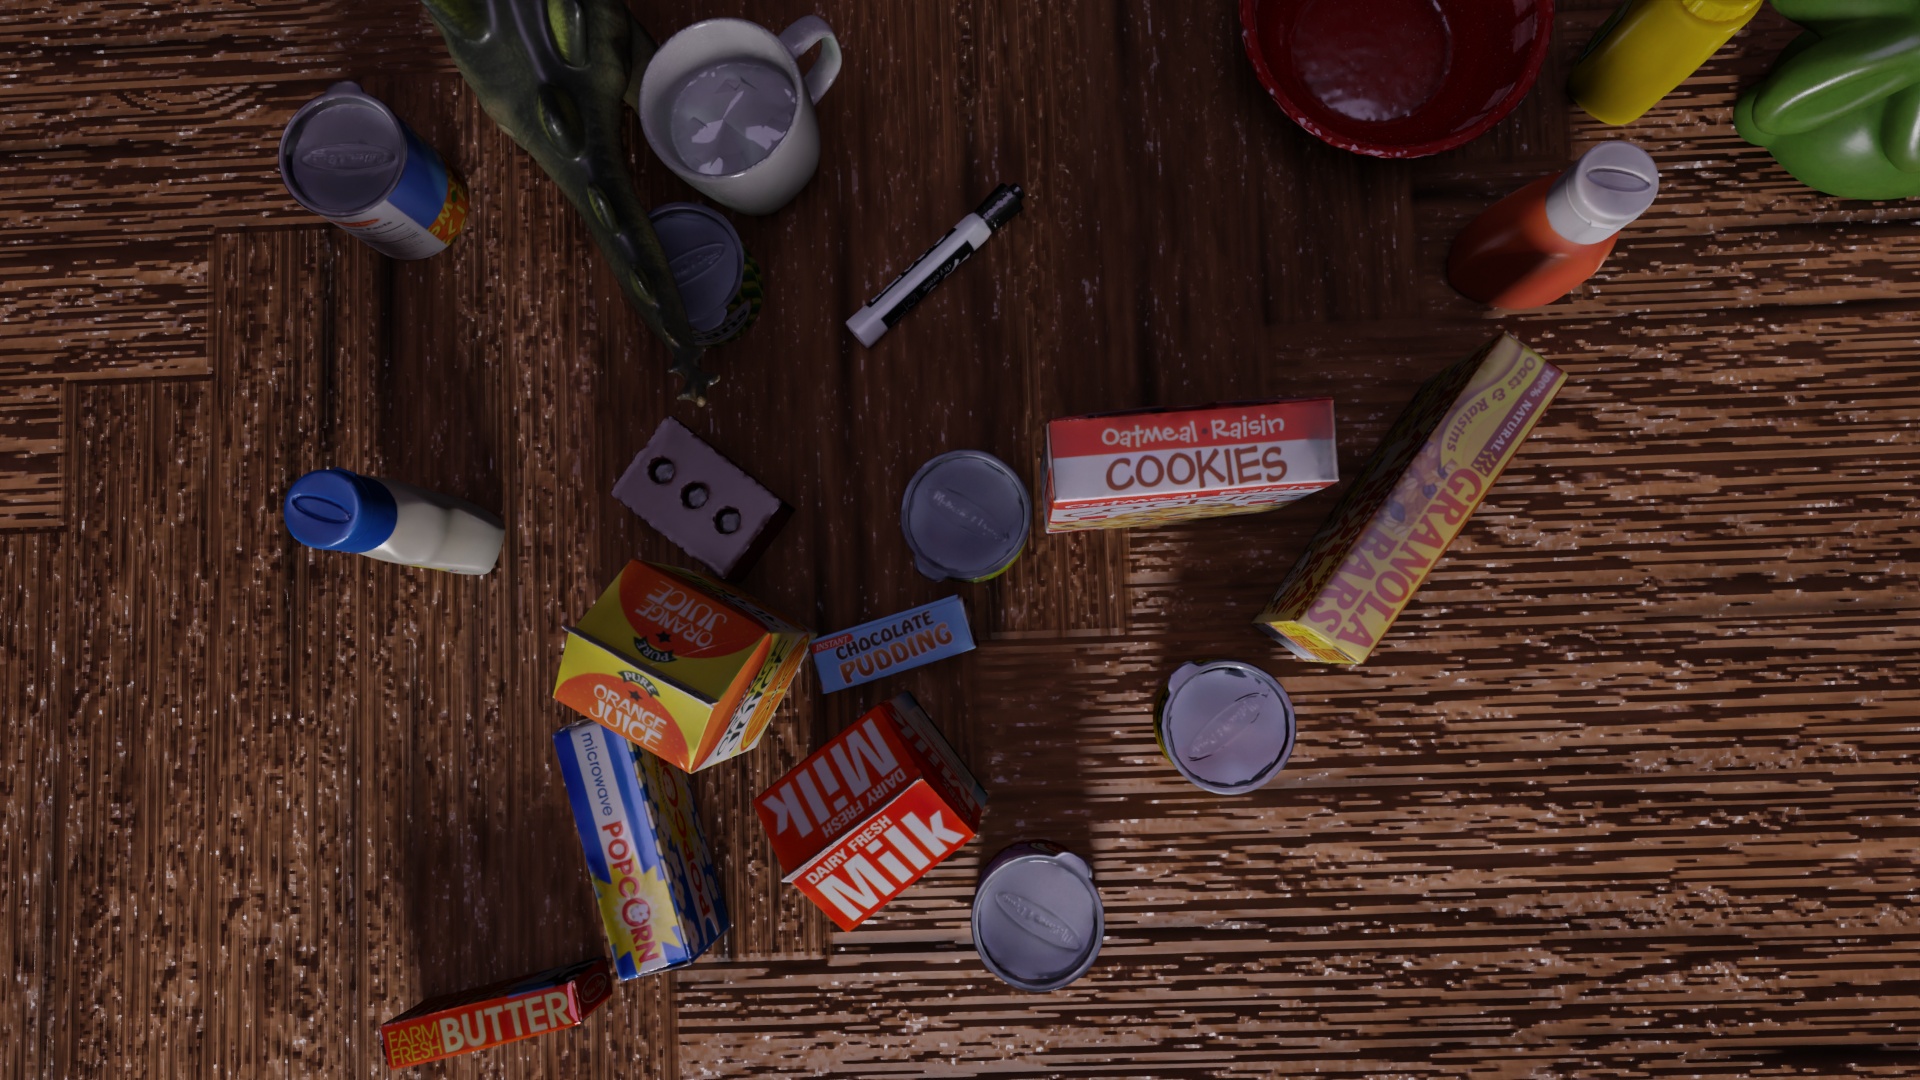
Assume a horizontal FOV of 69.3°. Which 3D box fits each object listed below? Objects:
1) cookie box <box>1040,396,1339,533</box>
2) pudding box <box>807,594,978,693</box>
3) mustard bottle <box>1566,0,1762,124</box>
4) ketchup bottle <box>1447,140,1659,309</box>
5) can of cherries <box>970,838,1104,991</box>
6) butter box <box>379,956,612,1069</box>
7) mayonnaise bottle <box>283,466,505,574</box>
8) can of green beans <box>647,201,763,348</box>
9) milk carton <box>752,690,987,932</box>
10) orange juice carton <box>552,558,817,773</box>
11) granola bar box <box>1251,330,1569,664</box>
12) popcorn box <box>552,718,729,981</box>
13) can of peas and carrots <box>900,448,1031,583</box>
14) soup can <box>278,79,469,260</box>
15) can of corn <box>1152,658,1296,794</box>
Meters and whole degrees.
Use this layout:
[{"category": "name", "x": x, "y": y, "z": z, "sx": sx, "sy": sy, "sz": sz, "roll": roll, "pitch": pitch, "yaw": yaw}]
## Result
[{"category": "cookie box", "x": 0.102, "y": -0.034, "z": 0.669, "sx": 0.123, "sy": 0.167, "sz": 0.040, "roll": -5, "pitch": 86, "yaw": 2}, {"category": "pudding box", "x": -0.034, "y": 0.054, "z": 0.726, "sx": 0.084, "sy": 0.049, "sz": 0.030, "roll": -17, "pitch": 85, "yaw": 1}, {"category": "mustard bottle", "x": 0.353, "y": -0.258, "z": 0.681, "sx": 0.049, "sy": 0.160, "sz": 0.065, "roll": 38, "pitch": 88, "yaw": 4}, {"category": "ketchup bottle", "x": 0.291, "y": -0.152, "z": 0.680, "sx": 0.065, "sy": 0.148, "sz": 0.043, "roll": 11, "pitch": 86, "yaw": 3}, {"category": "can of cherries", "x": 0.041, "y": 0.187, "z": 0.707, "sx": 0.071, "sy": 0.058, "sz": 0.071, "roll": 0, "pitch": 86, "yaw": 2}, {"category": "butter box", "x": -0.238, "y": 0.243, "z": 0.717, "sx": 0.103, "sy": 0.053, "sz": 0.024, "roll": -14, "pitch": 85, "yaw": 1}, {"category": "mayonnaise bottle", "x": -0.282, "y": -0.009, "z": 0.692, "sx": 0.065, "sy": 0.148, "sz": 0.041, "roll": 18, "pitch": 87, "yaw": 4}, {"category": "can of green beans", "x": -0.143, "y": -0.140, "z": 0.742, "sx": 0.071, "sy": 0.058, "sz": 0.071, "roll": 0, "pitch": 86, "yaw": 2}, {"category": "milk carton", "x": -0.039, "y": 0.123, "z": 0.650, "sx": 0.072, "sy": 0.190, "sz": 0.073, "roll": -38, "pitch": 85, "yaw": -1}, {"category": "orange juice carton", "x": -0.128, "y": 0.058, "z": 0.658, "sx": 0.072, "sy": 0.192, "sz": 0.073, "roll": 28, "pitch": 88, "yaw": 4}, {"category": "granola bar box", "x": 0.216, "y": -0.015, "z": 0.684, "sx": 0.039, "sy": 0.124, "sz": 0.165, "roll": 36, "pitch": 88, "yaw": 4}, {"category": "popcorn box", "x": -0.160, "y": 0.149, "z": 0.705, "sx": 0.038, "sy": 0.085, "sz": 0.126, "roll": -17, "pitch": 85, "yaw": 1}, {"category": "can of peas and carrots", "x": 0.003, "y": -0.009, "z": 0.725, "sx": 0.071, "sy": 0.058, "sz": 0.071, "roll": 0, "pitch": 86, "yaw": 2}, {"category": "soup can", "x": -0.309, "y": -0.195, "z": 0.741, "sx": 0.071, "sy": 0.083, "sz": 0.071, "roll": 0, "pitch": 86, "yaw": 2}, {"category": "can of corn", "x": 0.132, "y": 0.092, "z": 0.712, "sx": 0.071, "sy": 0.058, "sz": 0.071, "roll": 0, "pitch": 86, "yaw": 2}]
